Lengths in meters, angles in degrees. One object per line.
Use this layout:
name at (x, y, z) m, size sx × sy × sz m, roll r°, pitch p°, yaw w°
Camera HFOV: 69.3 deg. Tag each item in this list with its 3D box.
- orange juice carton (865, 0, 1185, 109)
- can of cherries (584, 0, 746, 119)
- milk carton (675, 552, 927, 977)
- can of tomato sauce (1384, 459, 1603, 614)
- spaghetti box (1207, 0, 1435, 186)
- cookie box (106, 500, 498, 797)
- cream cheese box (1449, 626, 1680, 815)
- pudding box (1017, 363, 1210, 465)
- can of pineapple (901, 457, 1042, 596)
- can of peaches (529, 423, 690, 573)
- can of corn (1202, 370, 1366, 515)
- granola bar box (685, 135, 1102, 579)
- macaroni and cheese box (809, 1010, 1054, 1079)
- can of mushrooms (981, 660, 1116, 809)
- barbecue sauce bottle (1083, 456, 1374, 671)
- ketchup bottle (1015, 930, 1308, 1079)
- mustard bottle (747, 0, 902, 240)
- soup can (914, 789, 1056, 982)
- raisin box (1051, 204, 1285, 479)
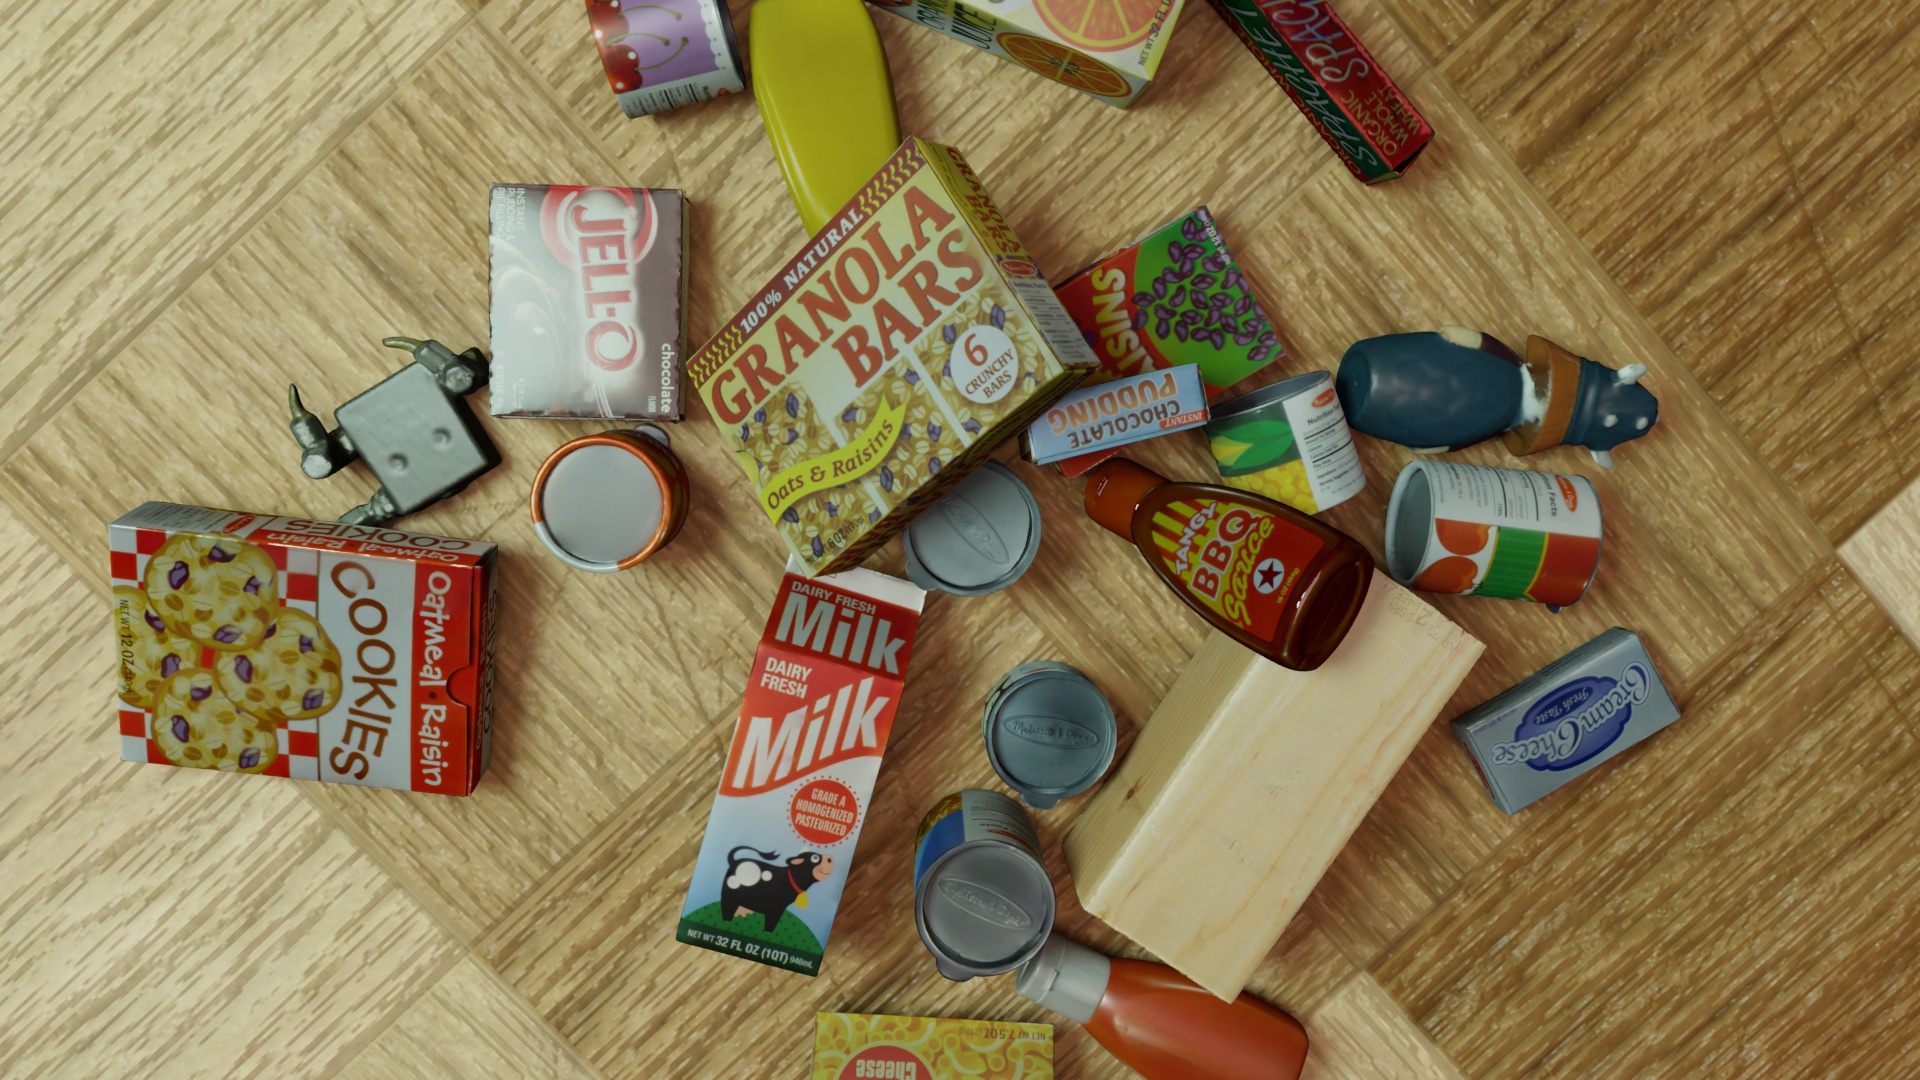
orange juice carton at (0.009, -0.276, 0.644) m, size 0.193 × 0.073 × 0.071 m, roll 21°, pitch 95°, yaw -4°
can of cherries at (-0.137, -0.238, 0.645) m, size 0.058 × 0.071 × 0.071 m, roll -15°, pitch 97°, yaw 0°
milk carton at (-0.076, 0.103, 0.680) m, size 0.072 × 0.073 × 0.190 m, roll 17°, pitch 95°, yaw -4°
can of tomato sauce at (0.262, -0.002, 0.690) m, size 0.083 × 0.071 × 0.071 m, roll 6°, pitch 96°, yaw -3°
spaghetti box at (0.132, -0.273, 0.662) m, size 0.028 × 0.050 × 0.250 m, roll -42°, pitch 97°, yaw 4°
cookie box at (-0.312, 0.054, 0.668) m, size 0.167 × 0.040 × 0.122 m, roll 7°, pitch 108°, yaw -4°
cream cheese box at (0.314, 0.093, 0.723) m, size 0.104 × 0.024 × 0.053 m, roll -30°, pitch 97°, yaw 1°
pudding box at (0.068, -0.058, 0.641) m, size 0.084 × 0.050 × 0.030 m, roll -13°, pitch 95°, yaw -2°
can of pineapple at (0.002, -0.009, 0.680) m, size 0.071 × 0.058 × 0.071 m, roll 0°, pitch 96°, yaw -2°
can of peaches at (-0.167, -0.022, 0.670) m, size 0.071 × 0.058 × 0.071 m, roll 0°, pitch 97°, yaw -2°
can of corn at (0.156, -0.044, 0.681) m, size 0.071 × 0.071 × 0.058 m, roll -21°, pitch 98°, yaw 0°
granola bar box at (-0.037, -0.078, 0.623) m, size 0.165 × 0.039 × 0.124 m, roll -38°, pitch 76°, yaw 29°
macaroni and cheese box at (-0.017, 0.322, 0.677) m, size 0.124 × 0.040 × 0.167 m, roll 4°, pitch 59°, yaw -3°
can of mushrooms at (0.044, 0.098, 0.705) m, size 0.071 × 0.033 × 0.071 m, roll 0°, pitch 96°, yaw -3°
barbecue sauce bottle at (0.117, 0.002, 0.646) m, size 0.043 × 0.149 × 0.065 m, roll 23°, pitch 97°, yaw -42°
ketchup bottle at (0.102, 0.248, 0.719) m, size 0.149 × 0.043 × 0.064 m, roll 27°, pitch 89°, yaw -5°
mustard bottle at (-0.056, -0.179, 0.664) m, size 0.065 × 0.049 × 0.160 m, roll -13°, pitch 98°, yaw -1°
soup can at (0.009, 0.168, 0.686) m, size 0.071 × 0.084 × 0.071 m, roll 0°, pitch 96°, yaw -2°
raisin box at (0.083, -0.097, 0.684) m, size 0.123 × 0.040 × 0.086 m, roll -30°, pitch 98°, yaw -1°
